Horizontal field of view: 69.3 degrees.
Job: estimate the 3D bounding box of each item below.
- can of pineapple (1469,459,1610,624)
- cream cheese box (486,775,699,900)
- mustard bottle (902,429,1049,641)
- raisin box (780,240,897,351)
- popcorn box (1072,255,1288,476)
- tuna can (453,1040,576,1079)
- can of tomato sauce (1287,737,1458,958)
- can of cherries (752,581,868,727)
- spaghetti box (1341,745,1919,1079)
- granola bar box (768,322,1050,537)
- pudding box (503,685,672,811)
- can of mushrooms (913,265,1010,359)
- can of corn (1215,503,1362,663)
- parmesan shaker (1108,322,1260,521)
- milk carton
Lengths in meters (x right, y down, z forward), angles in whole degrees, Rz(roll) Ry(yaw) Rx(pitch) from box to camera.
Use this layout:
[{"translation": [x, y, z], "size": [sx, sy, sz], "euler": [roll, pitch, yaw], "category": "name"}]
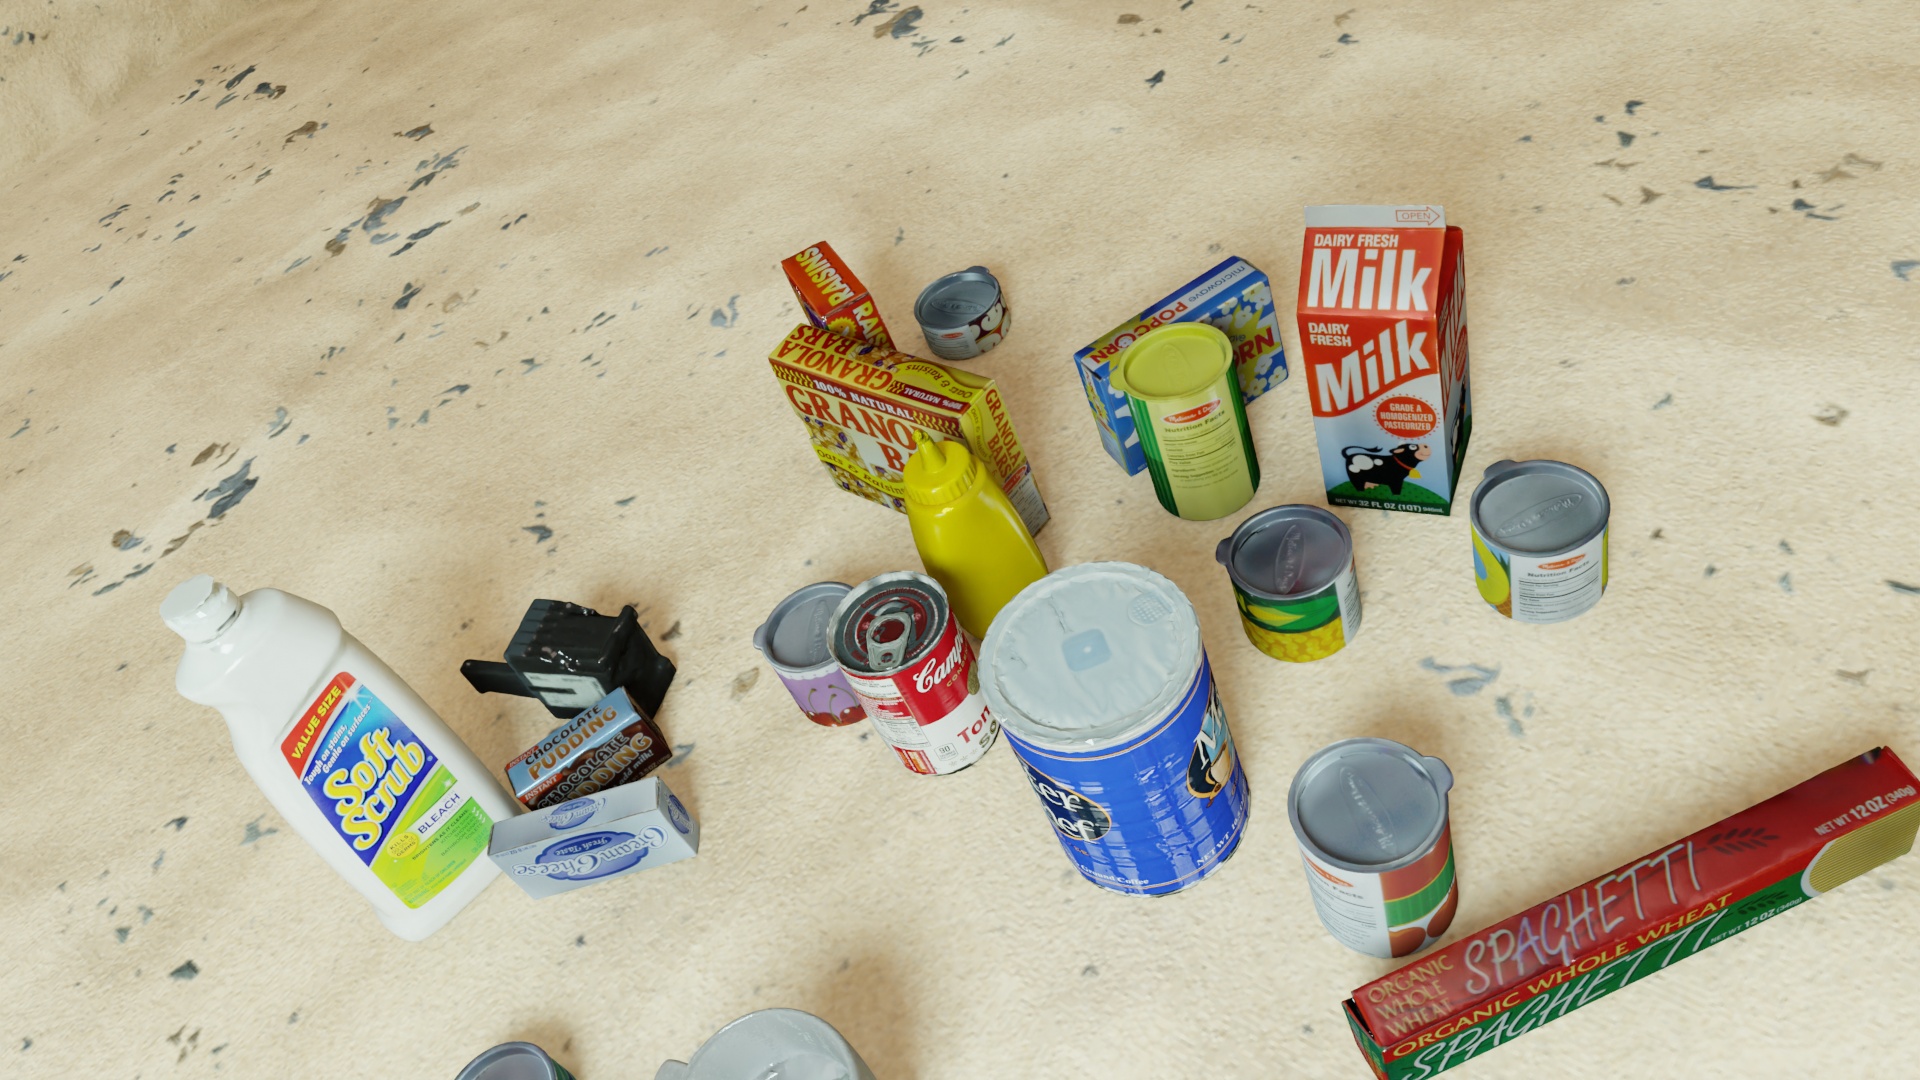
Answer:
[{"translation": [0.299, 0.000, 0.719], "size": [0.071, 0.057, 0.071], "euler": [-12, 45, 13], "category": "can of pineapple"}, {"translation": [-0.205, 0.168, 0.781], "size": [0.104, 0.053, 0.024], "euler": [-17, 44, 8], "category": "cream cheese box"}, {"translation": [0.003, -0.010, 0.783], "size": [0.065, 0.159, 0.049], "euler": [-33, 44, -8], "category": "mustard bottle"}, {"translation": [-0.073, -0.135, 0.960], "size": [0.040, 0.123, 0.086], "euler": [-30, 44, -5], "category": "raisin box"}, {"translation": [0.140, -0.109, 0.872], "size": [0.127, 0.085, 0.038], "euler": [-32, 44, -8], "category": "popcorn box"}, {"translation": [-0.222, 0.289, 0.688], "size": [0.071, 0.032, 0.071], "euler": [-12, 45, 13], "category": "tuna can"}, {"translation": [0.187, 0.137, 0.620], "size": [0.071, 0.082, 0.071], "euler": [-12, 45, 13], "category": "can of tomato sauce"}, {"translation": [-0.078, 0.067, 0.818], "size": [0.071, 0.058, 0.072], "euler": [-12, 45, 13], "category": "can of cherries"}, {"translation": [0.280, 0.160, 0.581], "size": [0.250, 0.050, 0.029], "euler": [-25, 44, 0], "category": "spaghetti box"}, {"translation": [-0.034, -0.064, 0.876], "size": [0.166, 0.123, 0.039], "euler": [21, 60, 37], "category": "granola bar box"}, {"translation": [-0.221, 0.130, 0.826], "size": [0.084, 0.049, 0.030], "euler": [-34, 45, -10], "category": "pudding box"}, {"translation": [0.003, -0.168, 1.023], "size": [0.071, 0.033, 0.071], "euler": [-12, 45, 13], "category": "can of mushrooms"}, {"translation": [0.178, 0.024, 0.749], "size": [0.071, 0.058, 0.071], "euler": [-12, 45, 13], "category": "can of corn"}, {"translation": [0.134, -0.068, 0.822], "size": [0.071, 0.102, 0.072], "euler": [-12, 45, 13], "category": "parmesan shaker"}, {"translation": [0.231, -0.104, 0.752], "size": [0.072, 0.189, 0.074], "euler": [7, 52, 29], "category": "milk carton"}]
